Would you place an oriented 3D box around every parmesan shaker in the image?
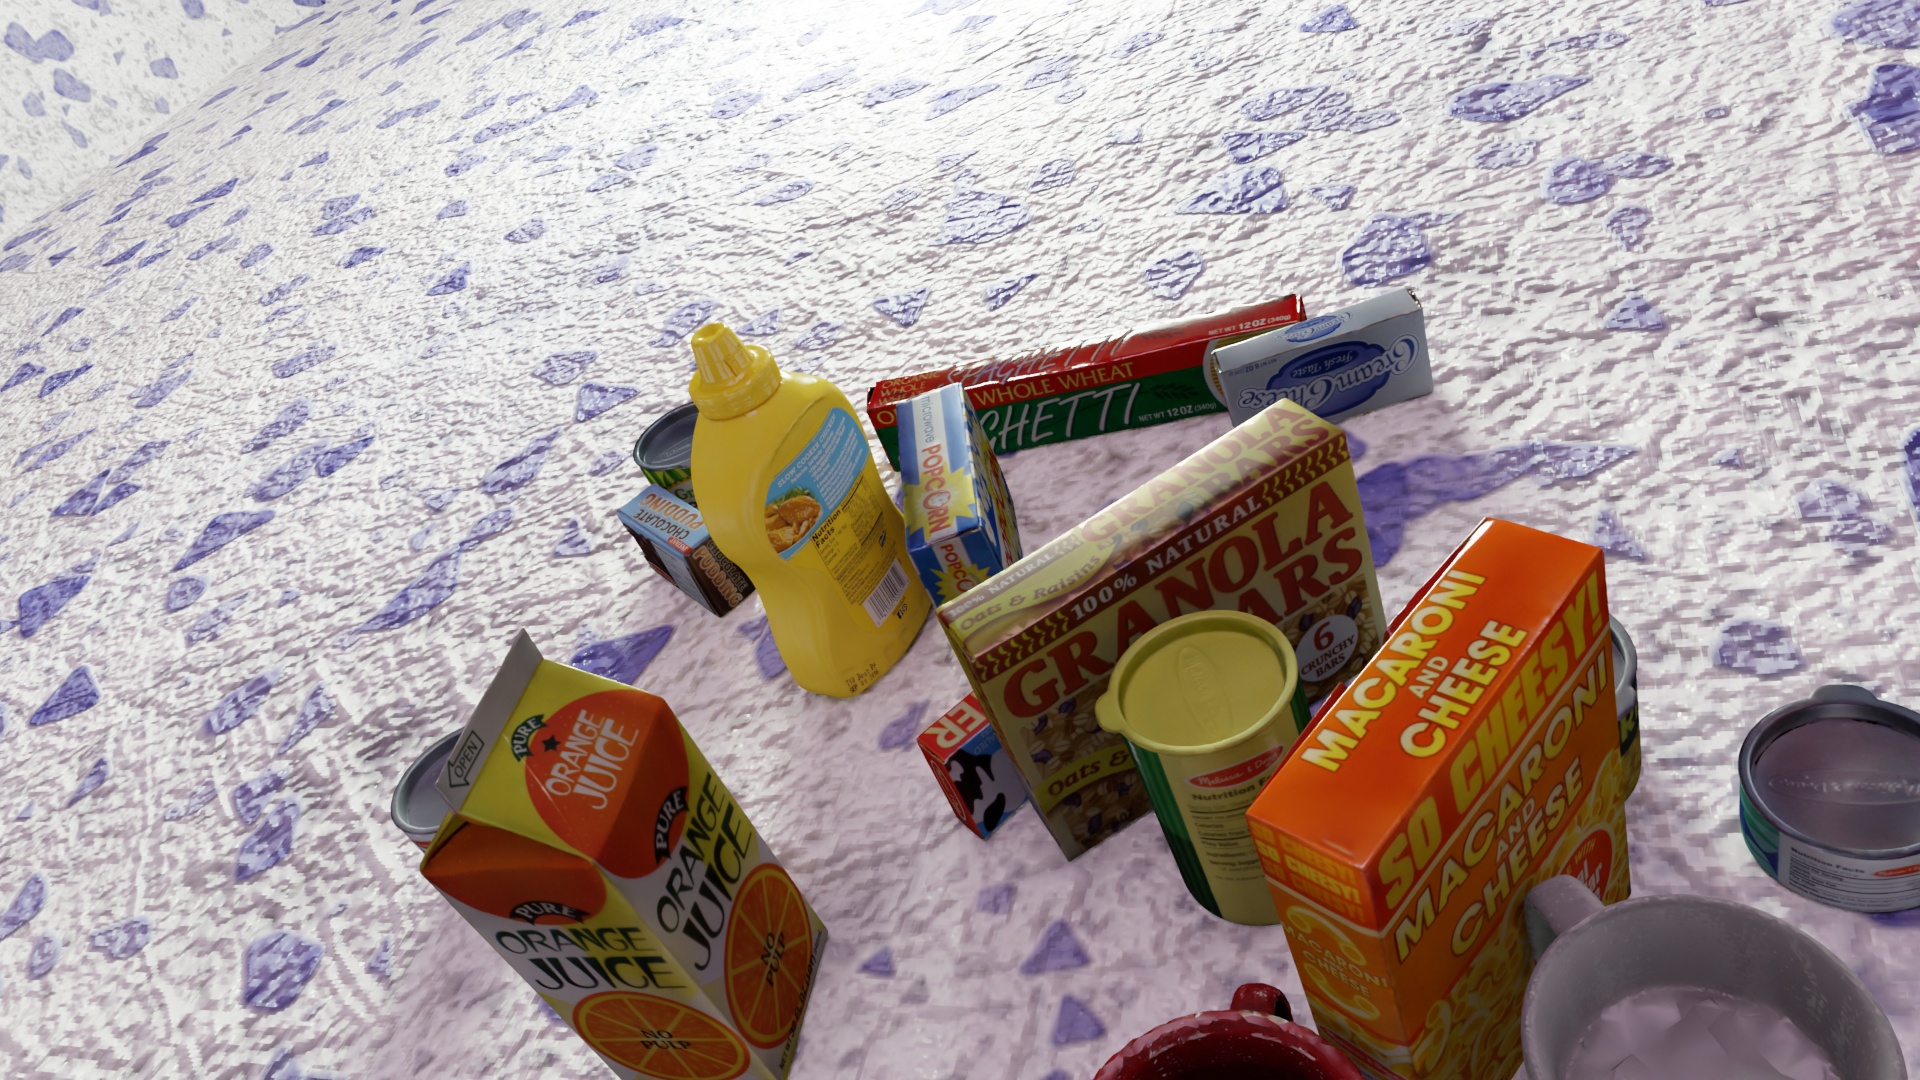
[{"bbox_3d":[0.097,0.085,0.507,0.071,0.102,0.072,-15,38,12],"label":"parmesan shaker"}]

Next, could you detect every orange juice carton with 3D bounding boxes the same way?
[{"bbox_3d":[-0.125,0.122,0.510,0.073,0.191,0.072,-8,40,21],"label":"orange juice carton"}]

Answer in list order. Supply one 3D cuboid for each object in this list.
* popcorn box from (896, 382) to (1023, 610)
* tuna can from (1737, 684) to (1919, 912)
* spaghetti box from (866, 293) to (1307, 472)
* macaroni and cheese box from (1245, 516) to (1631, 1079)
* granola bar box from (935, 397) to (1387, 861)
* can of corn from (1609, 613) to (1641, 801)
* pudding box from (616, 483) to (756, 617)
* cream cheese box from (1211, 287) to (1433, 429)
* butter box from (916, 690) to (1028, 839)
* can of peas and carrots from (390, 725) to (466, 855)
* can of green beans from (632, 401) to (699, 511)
[{"bbox_3d":[0.002,-0.009,0.688,0.038,0.085,0.127,-18,37,9],"label":"popcorn box"},{"bbox_3d":[0.294,0.084,0.459,0.071,0.032,0.071,-15,38,12],"label":"tuna can"},{"bbox_3d":[0.068,-0.085,0.773,0.250,0.050,0.029,-10,39,19],"label":"spaghetti box"},{"bbox_3d":[0.149,0.095,0.415,0.040,0.165,0.124,21,56,44],"label":"macaroni and cheese box"},{"bbox_3d":[0.086,0.036,0.555,0.166,0.123,0.039,-31,37,-9],"label":"granola bar box"},{"bbox_3d":[0.214,0.064,0.506,0.071,0.058,0.071,-15,38,12],"label":"can of corn"},{"bbox_3d":[-0.156,0.005,0.788,0.030,0.049,0.084,-41,40,-20],"label":"pudding box"},{"bbox_3d":[0.185,-0.086,0.708,0.104,0.053,0.024,-18,37,9],"label":"cream cheese box"},{"bbox_3d":[0.033,0.074,0.597,0.104,0.053,0.024,-39,39,-18],"label":"butter box"},{"bbox_3d":[-0.226,0.129,0.668,0.071,0.058,0.071,-15,38,12],"label":"can of peas and carrots"},{"bbox_3d":[-0.154,-0.043,0.838,0.071,0.057,0.071,-15,38,12],"label":"can of green beans"}]
